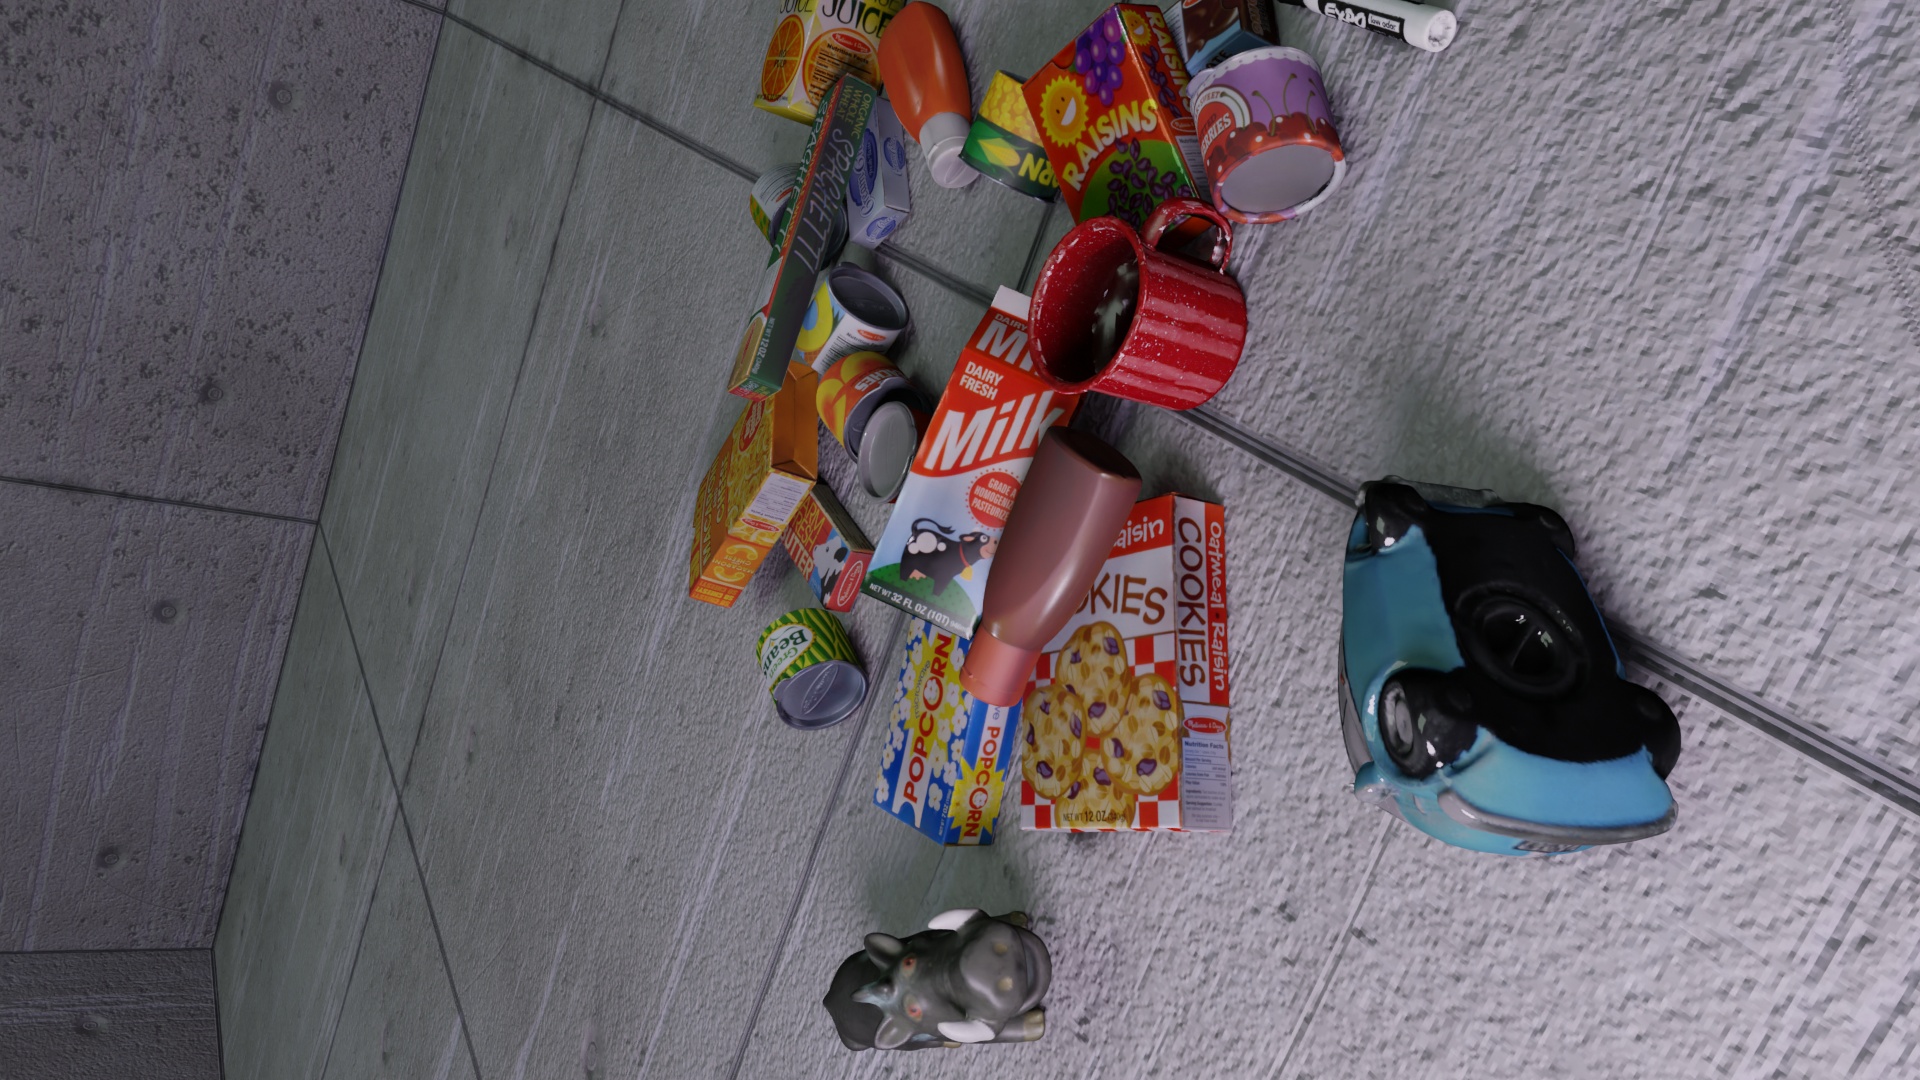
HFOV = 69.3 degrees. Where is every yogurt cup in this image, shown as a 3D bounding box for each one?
[{"bbox_3d":[-0.029,-0.054,0.914,0.072,0.054,0.072,-20,65,52],"label":"yogurt cup"}]

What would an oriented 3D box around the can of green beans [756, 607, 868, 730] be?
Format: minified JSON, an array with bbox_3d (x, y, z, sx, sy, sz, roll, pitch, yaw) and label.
[{"bbox_3d":[-0.105,0.090,0.974,0.071,0.071,0.058,-60,39,26],"label":"can of green beans"}]

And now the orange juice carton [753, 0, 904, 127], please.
[{"bbox_3d":[-0.093,-0.423,1.089,0.072,0.073,0.192,28,104,54],"label":"orange juice carton"}]

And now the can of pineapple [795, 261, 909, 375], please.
[{"bbox_3d":[-0.080,-0.156,1.005,0.057,0.071,0.071,-51,44,35],"label":"can of pineapple"}]

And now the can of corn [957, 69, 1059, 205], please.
[{"bbox_3d":[0.042,-0.249,0.856,0.071,0.071,0.058,52,123,48],"label":"can of corn"}]

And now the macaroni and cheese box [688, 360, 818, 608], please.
[{"bbox_3d":[-0.164,-0.045,1.091,0.165,0.040,0.124,-51,31,39],"label":"macaroni and cheese box"}]

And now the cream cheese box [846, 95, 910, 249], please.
[{"bbox_3d":[-0.065,-0.278,1.053,0.053,0.024,0.104,-34,54,48],"label":"cream cheese box"}]

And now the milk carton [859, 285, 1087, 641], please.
[{"bbox_3d":[0.016,-0.046,0.797,0.073,0.072,0.190,-29,-38,-82],"label":"milk carton"}]

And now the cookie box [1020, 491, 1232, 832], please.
[{"bbox_3d":[0.084,0.068,0.732,0.122,0.040,0.168,-17,68,52],"label":"cookie box"}]

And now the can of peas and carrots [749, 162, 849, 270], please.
[{"bbox_3d":[-0.127,-0.257,1.103,0.070,0.071,0.059,-62,38,24],"label":"can of peas and carrots"}]

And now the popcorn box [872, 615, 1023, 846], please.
[{"bbox_3d":[-0.006,0.113,0.851,0.085,0.038,0.126,15,94,54],"label":"popcorn box"}]

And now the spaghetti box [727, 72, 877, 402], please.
[{"bbox_3d":[-0.115,-0.222,1.016,0.050,0.029,0.250,-12,60,63],"label":"spaghetti box"}]

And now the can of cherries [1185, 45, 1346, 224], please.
[{"bbox_3d":[0.148,-0.198,0.684,0.071,0.071,0.058,-33,56,47],"label":"can of cherries"}]

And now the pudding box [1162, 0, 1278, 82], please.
[{"bbox_3d":[0.132,-0.273,0.763,0.083,0.030,0.050,-27,59,49],"label":"pudding box"}]

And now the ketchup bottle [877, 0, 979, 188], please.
[{"bbox_3d":[-0.020,-0.312,0.980,0.064,0.043,0.149,-48,46,39],"label":"ketchup bottle"}]

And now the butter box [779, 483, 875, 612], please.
[{"bbox_3d":[-0.100,0.003,1.027,0.104,0.024,0.053,50,121,48],"label":"butter box"}]

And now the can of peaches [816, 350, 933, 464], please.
[{"bbox_3d":[-0.059,-0.092,0.957,0.058,0.071,0.071,50,122,49],"label":"can of peaches"}]

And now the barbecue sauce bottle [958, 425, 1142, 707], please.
[{"bbox_3d":[0.042,0.017,0.730,0.065,0.044,0.148,49,123,50],"label":"barbecue sauce bottle"}]

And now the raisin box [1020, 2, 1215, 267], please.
[{"bbox_3d":[0.091,-0.217,0.762,0.086,0.040,0.123,-29,79,50],"label":"raisin box"}]
